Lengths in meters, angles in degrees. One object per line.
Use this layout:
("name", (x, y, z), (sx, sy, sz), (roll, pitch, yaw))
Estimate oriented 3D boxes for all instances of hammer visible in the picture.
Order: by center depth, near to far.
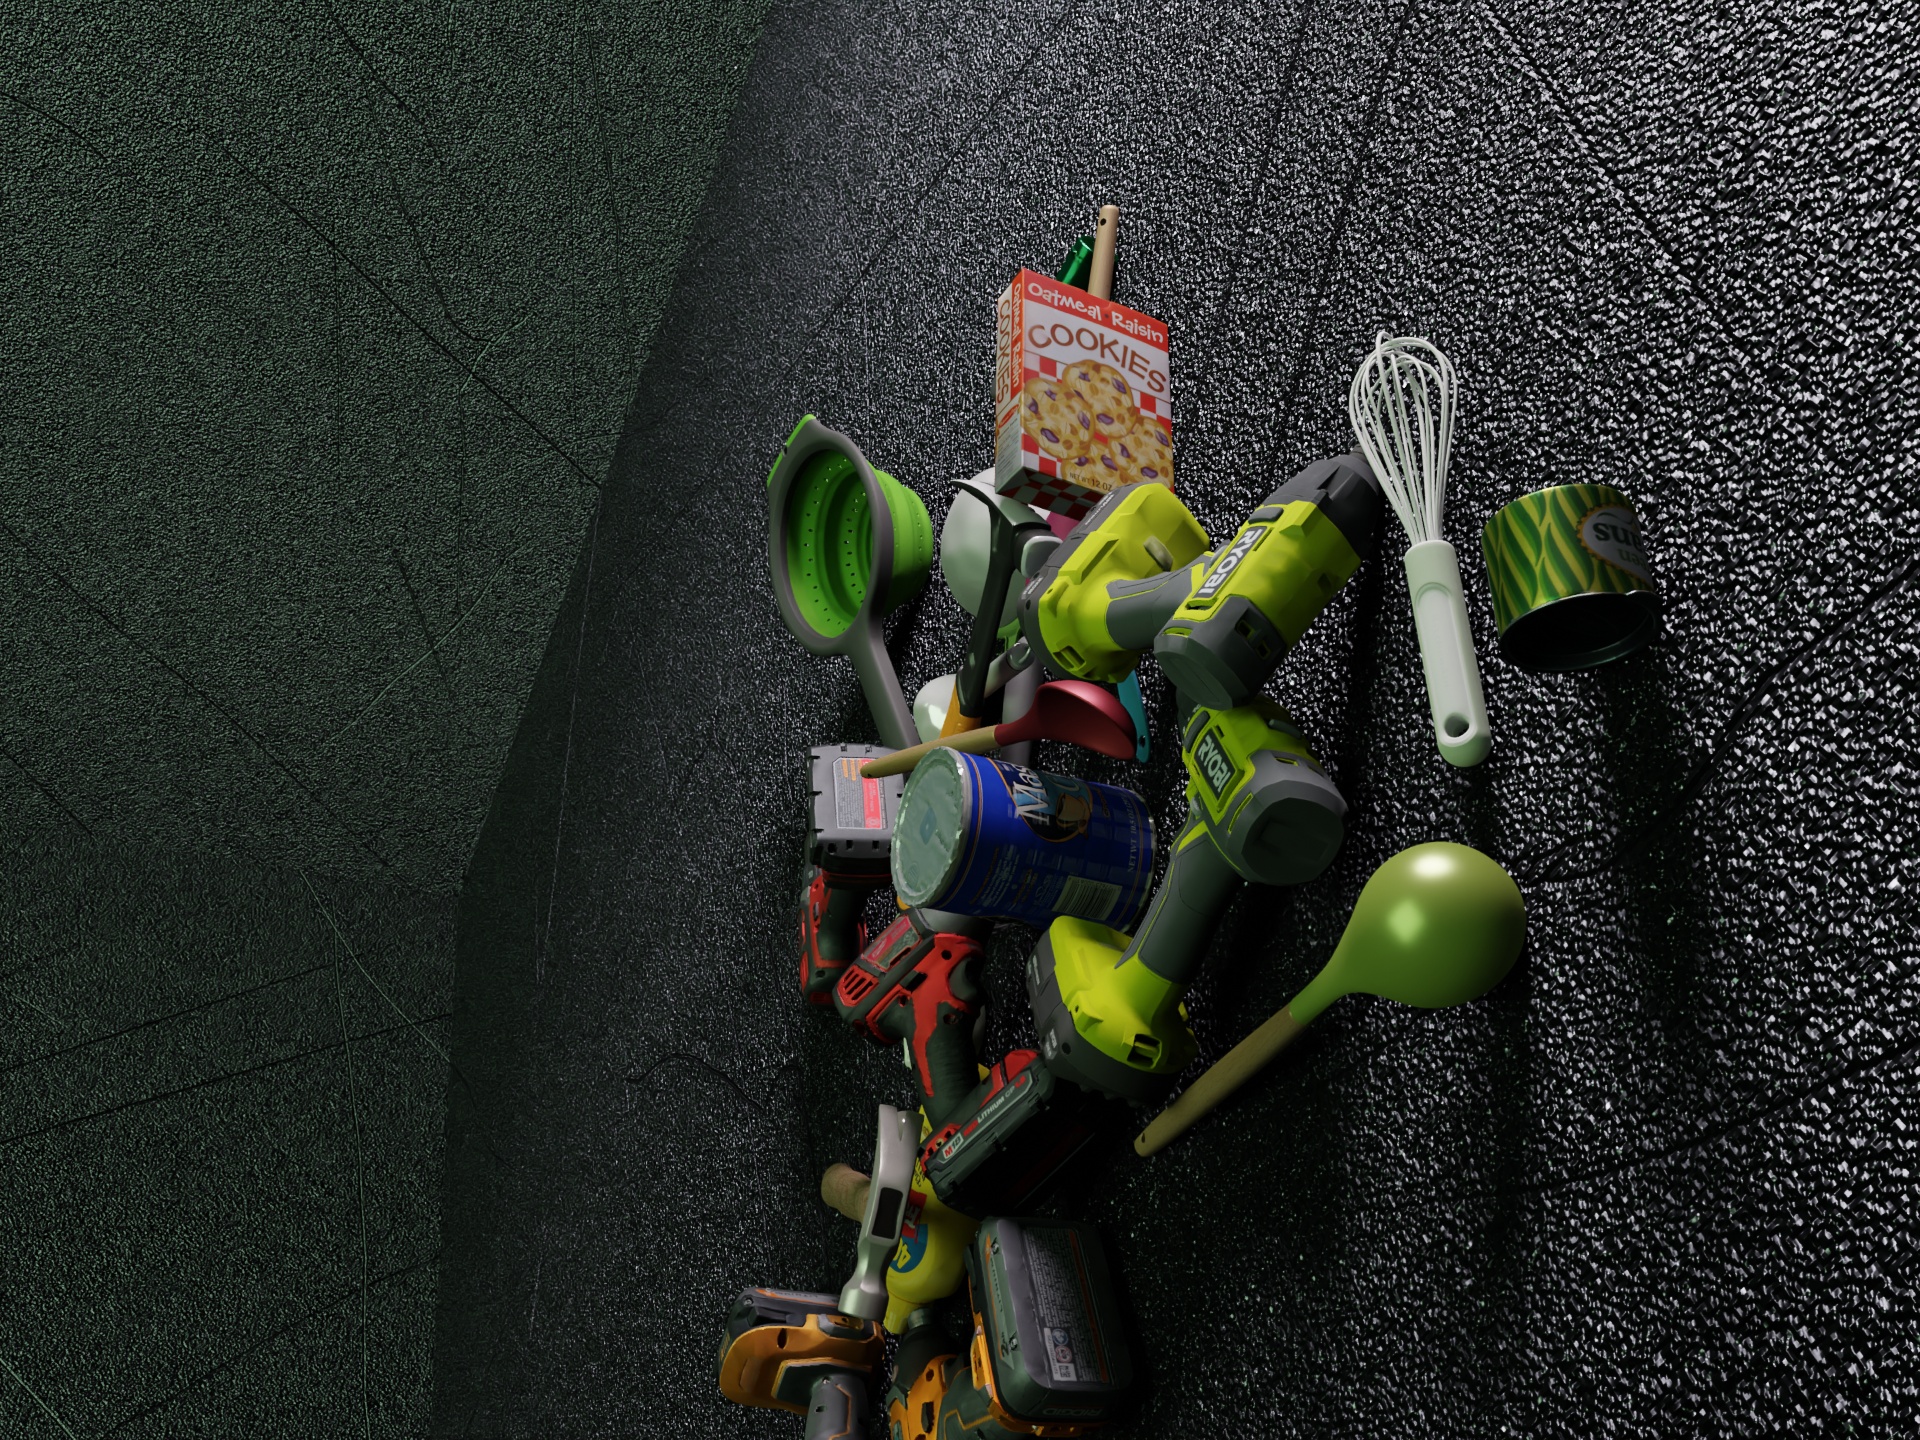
("hammer", (-0.002, -0.004, 1.146), (0.127, 0.034, 0.336), (-127, 44, -52))
("hammer", (-0.073, 0.345, 1.155), (0.331, 0.031, 0.130), (128, 157, -74))

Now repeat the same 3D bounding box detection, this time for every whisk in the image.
("whisk", (0.235, -0.092, 0.802), (0.058, 0.059, 0.247), (-18, 62, 31))
("whisk", (0.038, 0.044, 1.164), (0.055, 0.055, 0.239), (-34, 43, 57))

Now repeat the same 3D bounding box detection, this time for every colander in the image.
("colander", (-0.063, -0.093, 1.431), (0.204, 0.094, 0.397), (-49, 53, 46))

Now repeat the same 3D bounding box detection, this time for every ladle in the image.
("ladle", (0.174, 0.163, 0.821), (0.320, 0.062, 0.078), (121, 151, -49))
("ladle", (0.014, 0.015, 1.062), (0.315, 0.069, 0.031), (-15, 35, 56))

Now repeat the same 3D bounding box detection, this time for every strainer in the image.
("strainer", (0.008, -0.024, 1.215), (0.087, 0.050, 0.258), (-61, 9, -21))
("strainer", (0.046, -0.186, 1.237), (0.152, 0.069, 0.256), (-111, 39, -52))

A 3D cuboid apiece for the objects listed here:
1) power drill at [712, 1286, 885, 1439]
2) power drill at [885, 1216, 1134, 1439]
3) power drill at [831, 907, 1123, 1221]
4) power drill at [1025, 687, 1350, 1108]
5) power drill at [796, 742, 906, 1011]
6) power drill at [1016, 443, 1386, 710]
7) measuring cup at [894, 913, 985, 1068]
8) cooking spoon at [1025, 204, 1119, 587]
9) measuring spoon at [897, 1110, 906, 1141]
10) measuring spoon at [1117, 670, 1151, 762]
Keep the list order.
("power drill", (-0.119, 0.498, 1.102), (0.226, 0.185, 0.084), (-126, 52, -64))
("power drill", (0.015, 0.401, 0.984), (0.164, 0.084, 0.226), (-103, 32, -47))
("power drill", (0.007, 0.202, 1.034), (0.143, 0.078, 0.220), (-45, 40, 8))
("power drill", (0.123, 0.085, 0.909), (0.228, 0.080, 0.191), (-63, 17, 21))
("power drill", (-0.101, 0.115, 1.354), (0.226, 0.080, 0.188), (104, 164, -47))
("power drill", (0.141, -0.088, 0.934), (0.171, 0.080, 0.223), (-50, 21, -15))
("measuring cup", (-0.020, 0.204, 1.218), (0.083, 0.038, 0.168), (-65, 24, 24))
("cooking spoon", (0.090, -0.223, 1.172), (0.069, 0.017, 0.319), (6, 87, 38))
("measuring spoon", (-0.036, 0.336, 1.203), (0.124, 0.018, 0.034), (42, 116, 63))
("measuring spoon", (0.118, -0.030, 1.069), (0.042, 0.021, 0.129), (-43, 49, 50))
